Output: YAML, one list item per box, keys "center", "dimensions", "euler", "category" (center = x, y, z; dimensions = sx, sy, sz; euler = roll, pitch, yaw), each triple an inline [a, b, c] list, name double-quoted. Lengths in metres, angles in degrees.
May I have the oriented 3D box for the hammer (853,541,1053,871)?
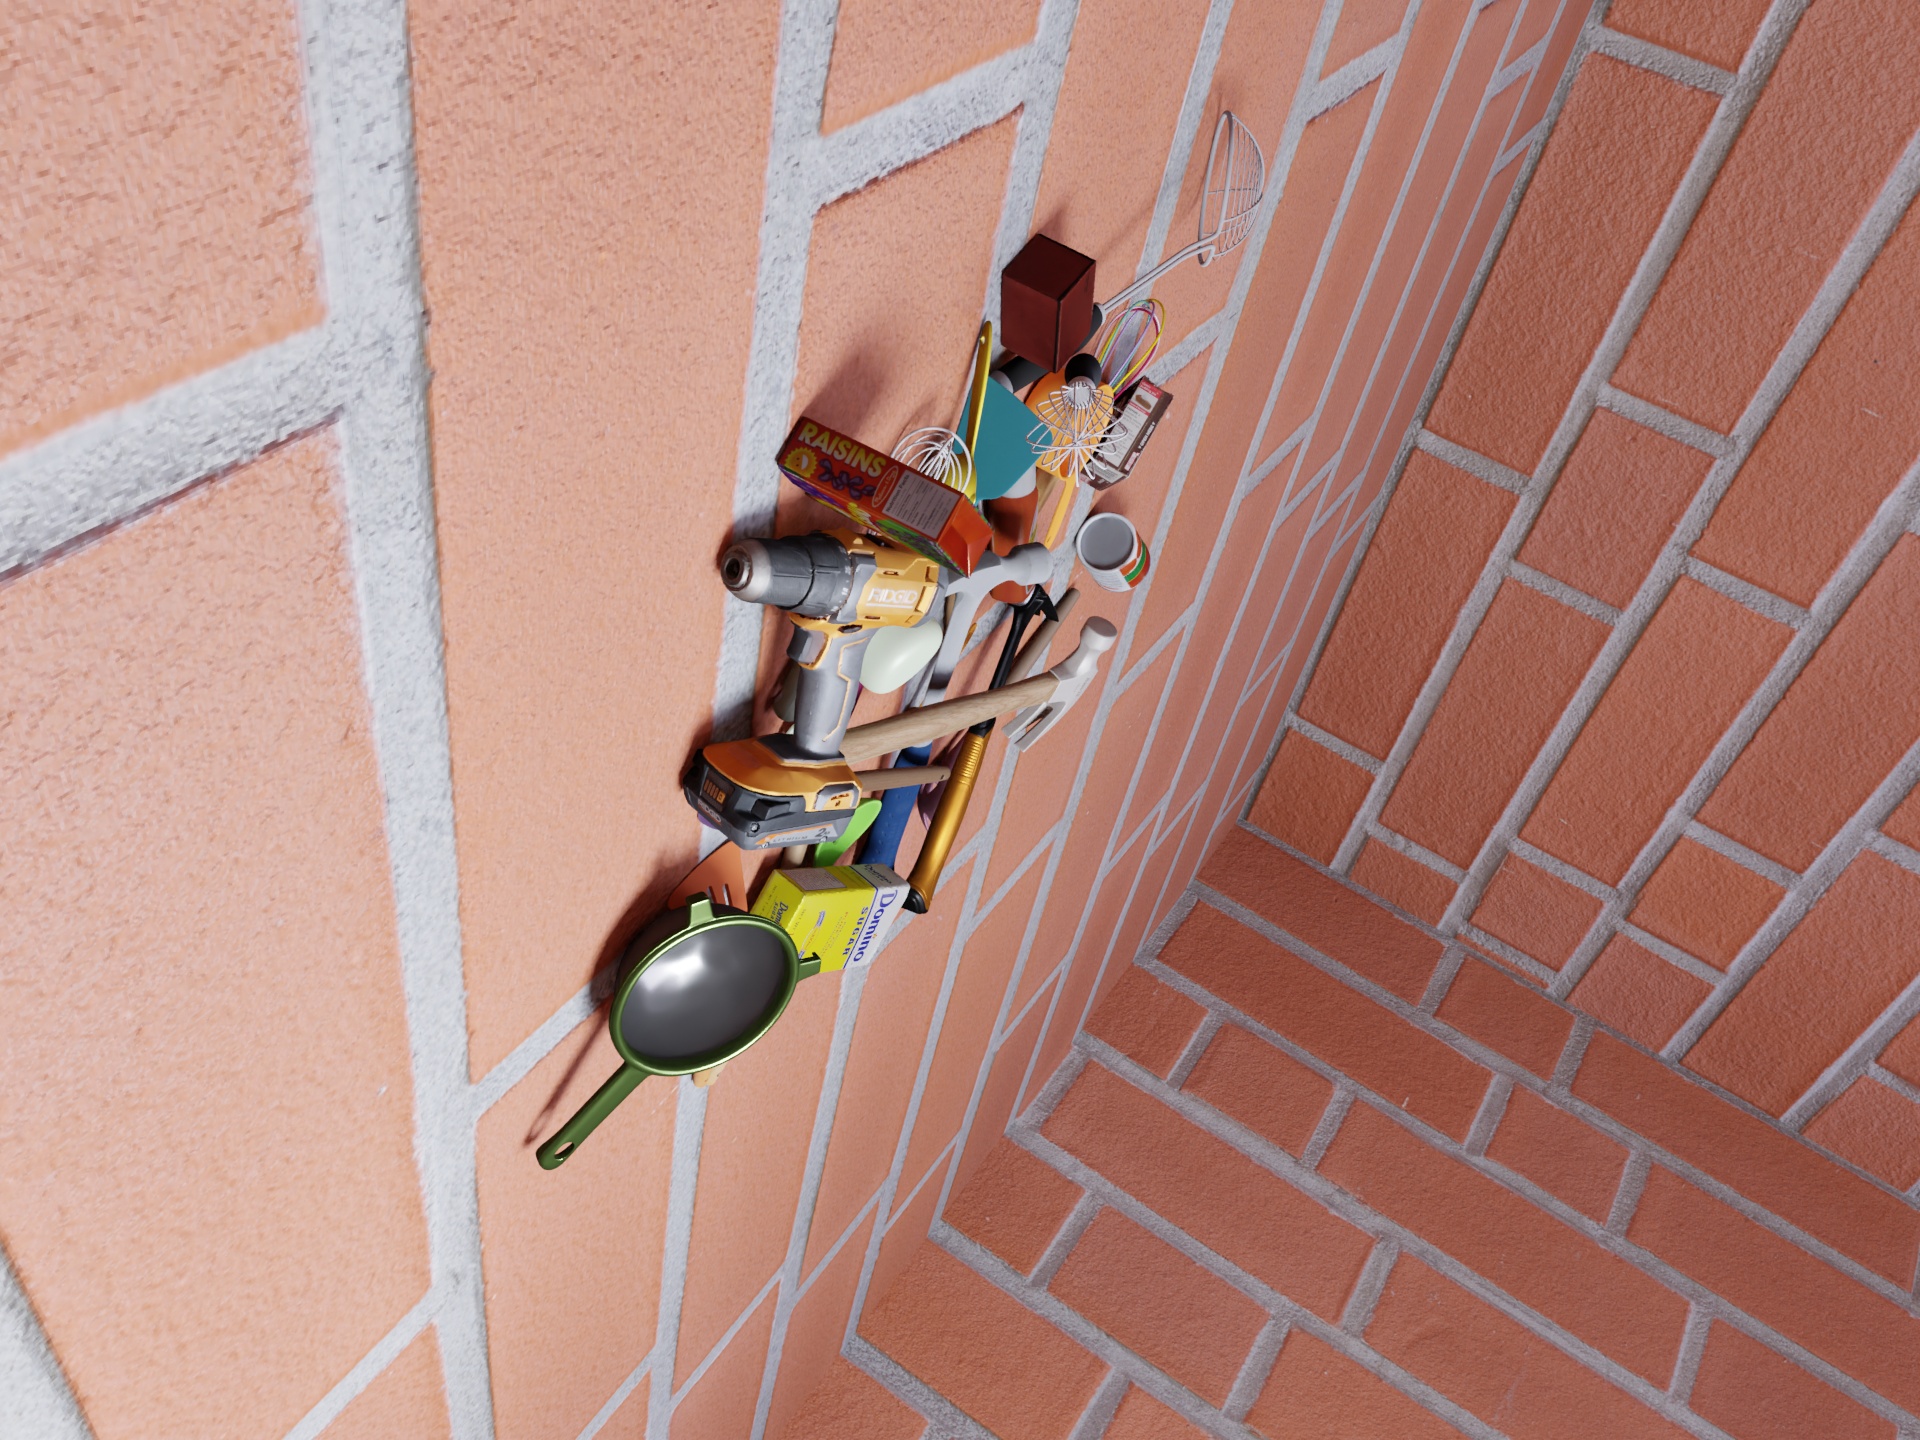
- center: [-0.039, 0.010, 1.400]
  dimensions: [0.144, 0.035, 0.405]
  euler: [-14, 143, -31]
  category: "hammer"

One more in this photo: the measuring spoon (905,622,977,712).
- center: [-0.019, -0.043, 1.432]
  dimensions: [0.117, 0.011, 0.021]
  euler: [-56, 170, 21]
  category: "measuring spoon"

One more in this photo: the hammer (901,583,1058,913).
- center: [0.014, 0.027, 1.540]
  dimensions: [0.127, 0.034, 0.337]
  euler: [37, 74, -73]
  category: "hammer"

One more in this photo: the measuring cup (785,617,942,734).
- center: [-0.078, -0.021, 1.214]
  dimensions: [0.167, 0.038, 0.083]
  euler: [-46, 171, 10]
  category: "measuring cup"

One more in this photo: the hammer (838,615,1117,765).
- center: [-0.002, -0.004, 1.333]
  dimensions: [0.331, 0.031, 0.130]
  euler: [-17, 145, -43]
  category: "hammer"

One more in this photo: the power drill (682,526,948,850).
- center: [-0.114, -0.026, 1.085]
  dimensions: [0.185, 0.084, 0.226]
  euler: [-1, 120, -52]
  category: "power drill"

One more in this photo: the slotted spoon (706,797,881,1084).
- center: [-0.160, 0.198, 1.434]
  dimensions: [0.313, 0.031, 0.070]
  euler: [-61, 159, 10]
  category: "slotted spoon"

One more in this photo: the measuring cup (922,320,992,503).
- center: [-0.003, -0.220, 1.185]
  dimensions: [0.029, 0.062, 0.156]
  euler: [4, 108, -22]
  category: "measuring cup"

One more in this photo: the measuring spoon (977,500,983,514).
- center: [0.011, -0.171, 1.333]
  dimensions: [0.124, 0.018, 0.034]
  euler: [85, 5, -53]
  category: "measuring spoon"

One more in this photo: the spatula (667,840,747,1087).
- center: [-0.214, 0.223, 1.331]
  dimensions: [0.081, 0.041, 0.322]
  euler: [-44, 161, -38]
  category: "spatula"

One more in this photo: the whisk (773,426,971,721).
- center: [-0.069, -0.104, 1.164]
  dimensions: [0.246, 0.059, 0.058]
  euler: [-59, -169, 9]
  category: "whisk"

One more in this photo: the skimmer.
- center: [0.131, -0.378, 1.309]
  dimensions: [0.363, 0.090, 0.127]
  euler: [-40, 160, -25]
  category: "skimmer"

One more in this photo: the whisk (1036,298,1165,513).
- center: [0.109, -0.266, 1.409]
  dimensions: [0.245, 0.047, 0.051]
  euler: [-59, 165, 7]
  category: "whisk"

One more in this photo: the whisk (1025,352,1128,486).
- center: [0.088, -0.237, 1.183]
  dimensions: [0.285, 0.070, 0.070]
  euler: [-78, -171, -66]
  category: "whisk"

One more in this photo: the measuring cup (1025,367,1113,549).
- center: [0.076, -0.223, 1.372]
  dimensions: [0.095, 0.052, 0.173]
  euler: [-43, 158, -43]
  category: "measuring cup"

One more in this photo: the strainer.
- center: [-0.237, 0.227, 1.197]
  dimensions: [0.256, 0.069, 0.151]
  euler: [-47, 137, 5]
  category: "strainer"

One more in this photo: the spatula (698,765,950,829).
- center: [-0.102, 0.054, 1.295]
  dimensions: [0.315, 0.018, 0.059]
  euler: [-4, 125, -56]
  category: "spatula"

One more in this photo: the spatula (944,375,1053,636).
- center: [0.013, -0.150, 1.314]
  dimensions: [0.044, 0.082, 0.317]
  euler: [-38, 161, -23]
  category: "spatula"

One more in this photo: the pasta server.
- center: [0.045, -0.018, 1.643]
  dimensions: [0.060, 0.040, 0.316]
  euler: [-6, -137, 55]
  category: "pasta server"

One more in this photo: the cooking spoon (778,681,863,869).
- center: [-0.126, 0.071, 1.332]
  dimensions: [0.069, 0.017, 0.318]
  euler: [-32, 147, -55]
  category: "cooking spoon"
